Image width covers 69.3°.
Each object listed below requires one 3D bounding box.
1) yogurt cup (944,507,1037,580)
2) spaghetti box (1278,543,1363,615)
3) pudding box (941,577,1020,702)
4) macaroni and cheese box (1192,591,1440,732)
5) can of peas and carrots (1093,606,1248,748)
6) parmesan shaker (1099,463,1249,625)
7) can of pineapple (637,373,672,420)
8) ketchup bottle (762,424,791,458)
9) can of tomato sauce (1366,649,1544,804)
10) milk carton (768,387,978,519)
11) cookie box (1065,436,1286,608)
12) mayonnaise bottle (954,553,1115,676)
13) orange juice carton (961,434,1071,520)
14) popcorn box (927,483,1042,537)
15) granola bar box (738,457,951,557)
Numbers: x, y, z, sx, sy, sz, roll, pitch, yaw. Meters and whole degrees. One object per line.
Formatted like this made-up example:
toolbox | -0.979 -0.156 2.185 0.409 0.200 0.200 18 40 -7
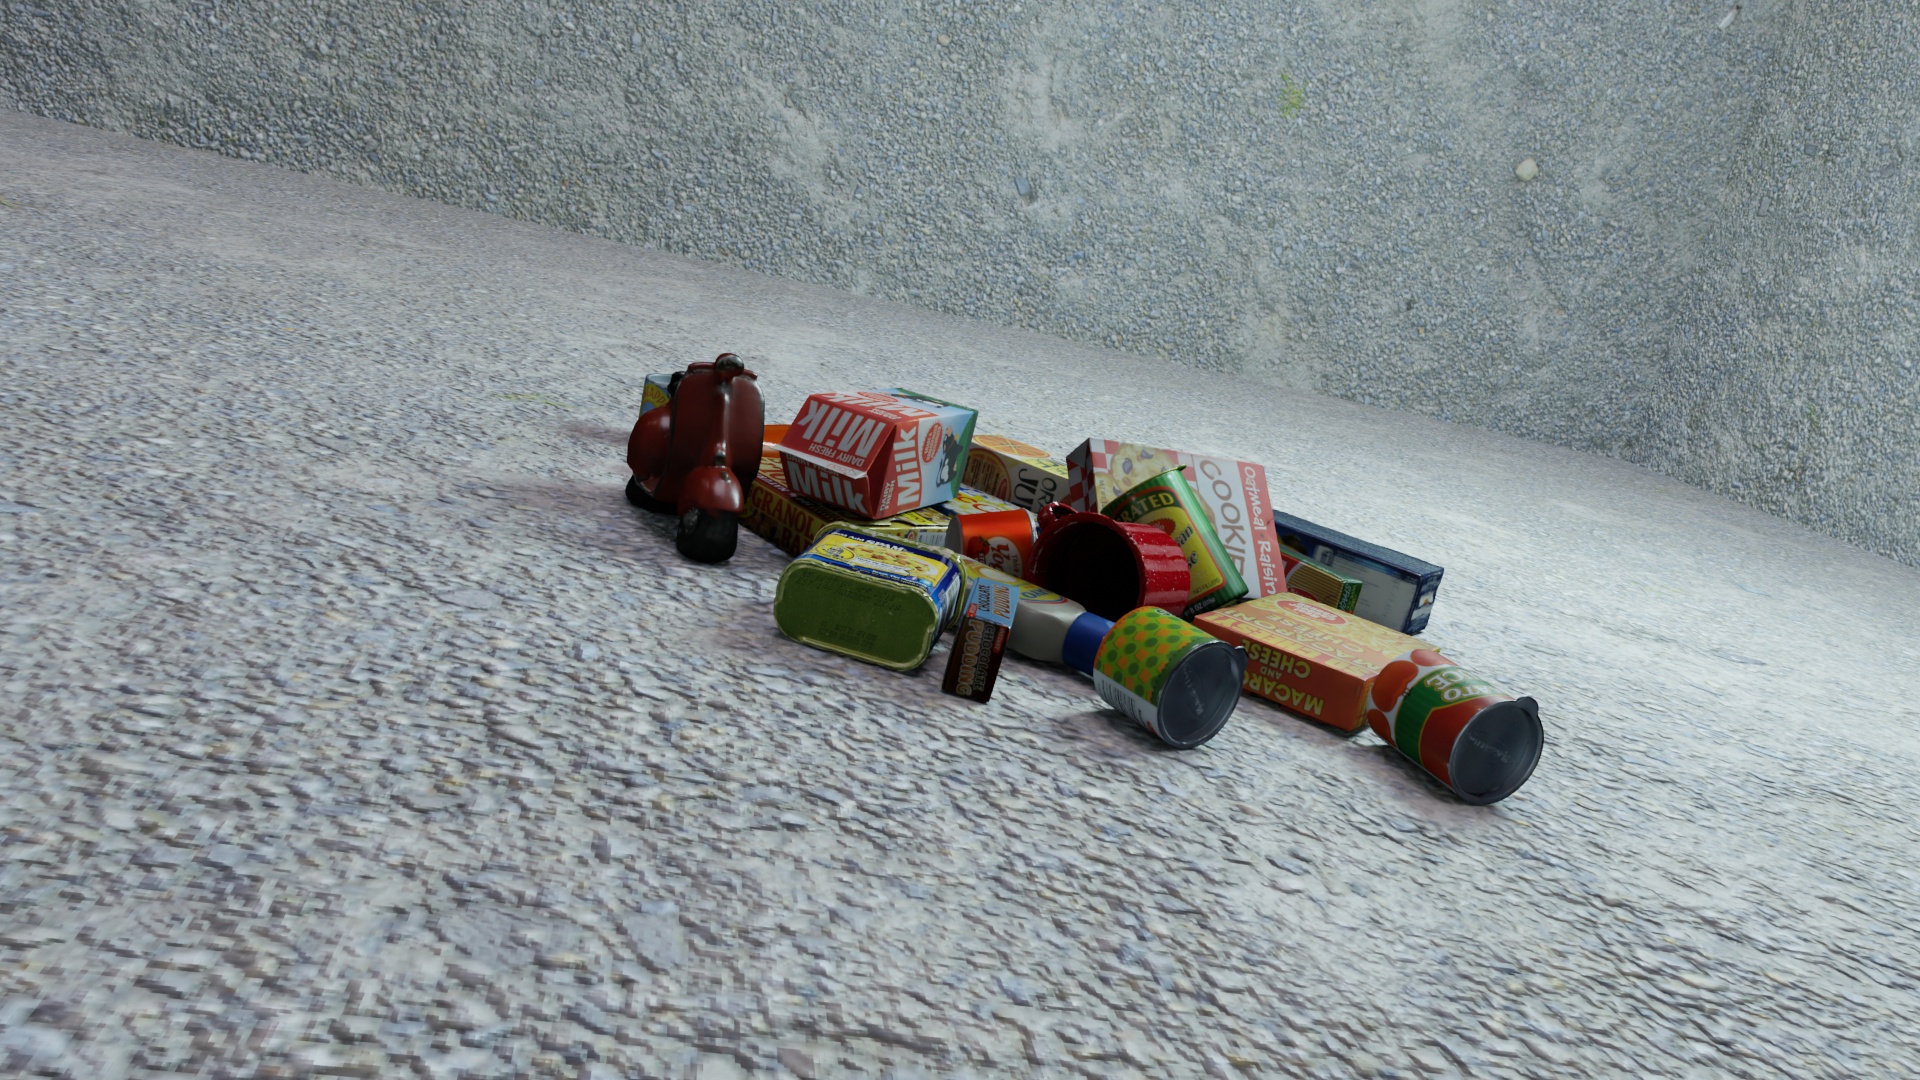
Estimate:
yogurt cup | 0.020 0.010 0.981 0.054 0.072 0.072 2 16 -14
spaghetti box | 0.236 0.014 1.189 0.029 0.050 0.250 6 16 -36
pudding box | 0.013 0.057 0.819 0.030 0.049 0.084 16 14 2
macaroni and cheese box | 0.245 0.081 0.961 0.124 0.040 0.167 21 15 32
can of peas and carrots | 0.121 0.076 0.802 0.071 0.070 0.059 2 17 -38
parmesan shaker | 0.156 0.006 0.997 0.071 0.071 0.103 -11 70 -60
can of pineapple | -0.246 -0.109 1.203 0.071 0.057 0.071 12 14 -3
ketchup bottle | -0.184 -0.075 1.157 0.065 0.043 0.149 22 17 35
can of tomato sauce | 0.297 0.109 0.838 0.071 0.071 0.083 8 15 -22
milk carton | -0.061 -0.064 1.004 0.072 0.073 0.191 19 14 21
cookie box | 0.169 -0.008 1.079 0.168 0.123 0.040 7 -26 -25
mayonnaise bottle | 0.044 0.050 0.891 0.148 0.041 0.065 21 15 29
orange juice carton | 0.079 -0.027 1.158 0.193 0.072 0.072 23 17 33
popcorn box | 0.004 -0.014 1.106 0.127 0.038 0.085 24 17 36
granola bar box | -0.095 -0.021 1.040 0.124 0.039 0.166 0 19 -42
